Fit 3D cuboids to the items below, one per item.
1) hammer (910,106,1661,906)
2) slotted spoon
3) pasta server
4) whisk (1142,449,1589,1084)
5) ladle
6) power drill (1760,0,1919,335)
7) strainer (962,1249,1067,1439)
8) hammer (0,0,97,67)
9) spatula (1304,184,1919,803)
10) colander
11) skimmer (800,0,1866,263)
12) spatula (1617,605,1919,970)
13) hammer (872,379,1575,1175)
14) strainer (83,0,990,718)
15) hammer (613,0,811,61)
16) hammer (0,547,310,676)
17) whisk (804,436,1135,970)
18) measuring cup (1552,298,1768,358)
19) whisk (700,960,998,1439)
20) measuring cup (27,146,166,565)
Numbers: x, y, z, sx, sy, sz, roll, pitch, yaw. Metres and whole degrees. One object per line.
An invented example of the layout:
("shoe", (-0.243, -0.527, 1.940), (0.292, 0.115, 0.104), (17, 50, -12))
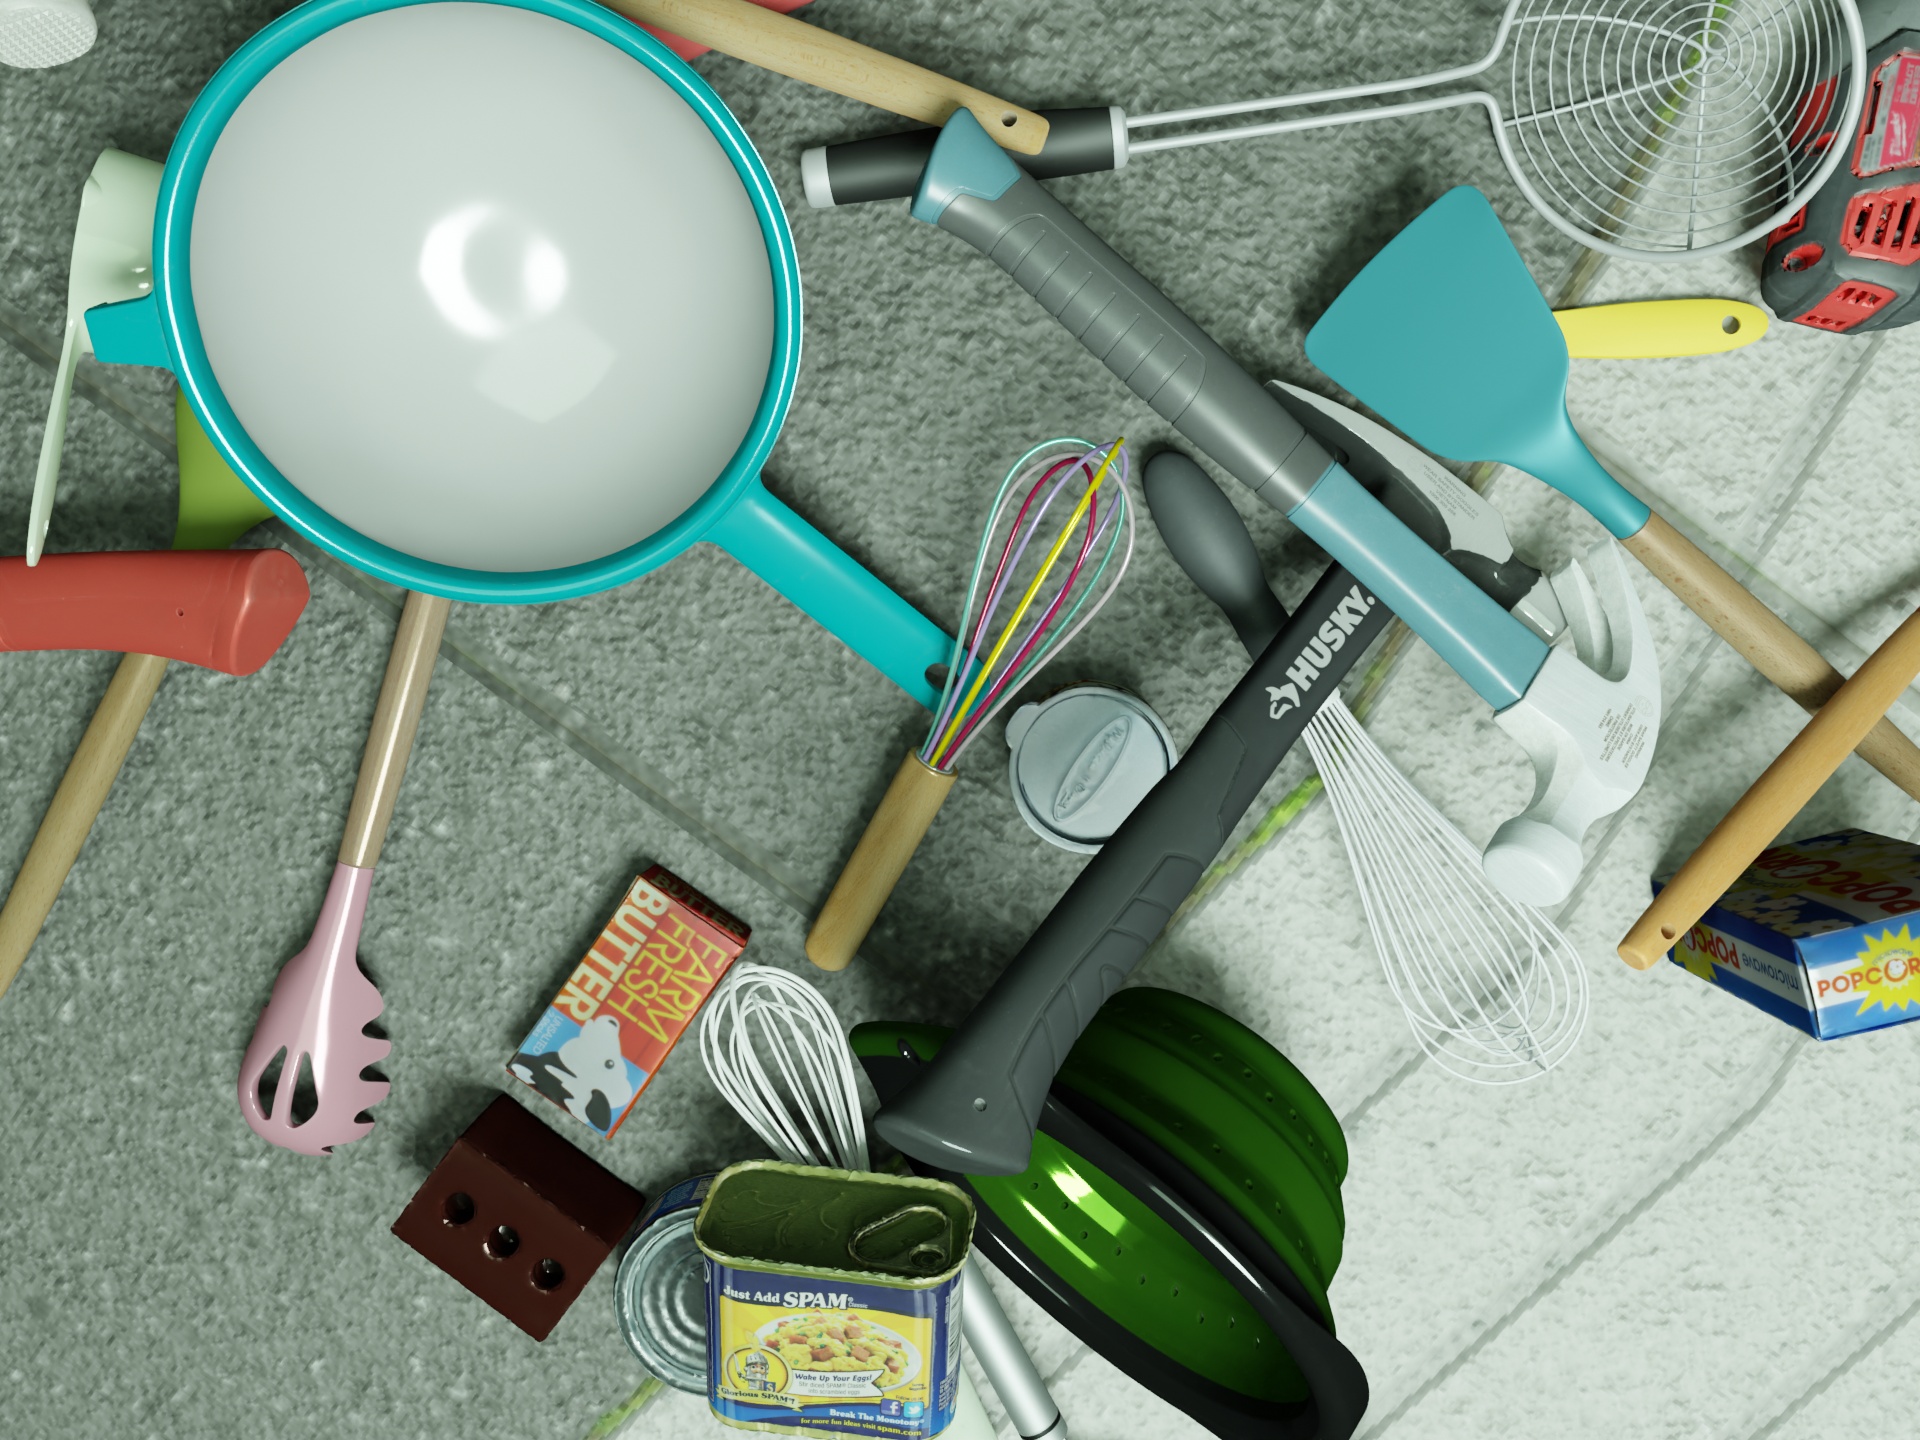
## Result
("hammer", (0.111, -0.090, 0.554), (0.331, 0.033, 0.128), (42, 63, -1))
("slotted spoon", (-0.118, -0.260, 0.572), (0.314, 0.031, 0.070), (19, 92, 0))
("pasta server", (-0.236, 0.031, 0.649), (0.060, 0.040, 0.316), (16, 93, 0))
("whisk", (0.153, 0.016, 0.619), (0.070, 0.070, 0.284), (-32, 90, 5))
("ladle", (-0.326, -0.019, 0.643), (0.078, 0.062, 0.320), (31, 103, -4))
("power drill", (0.412, -0.197, 0.571), (0.219, 0.078, 0.143), (13, 86, 5))
("strainer", (0.036, 0.297, 0.646), (0.087, 0.050, 0.258), (-29, 98, -6))
("hammer", (-0.160, -0.361, 0.543), (0.410, 0.038, 0.146), (-21, 88, -3))
("spatula", (0.271, -0.065, 0.601), (0.317, 0.044, 0.082), (37, 119, -14))
("colander", (0.125, 0.230, 0.615), (0.094, 0.204, 0.397), (-46, 107, -27))
("skimmer", (0.120, -0.212, 0.575), (0.363, 0.090, 0.127), (-6, 126, 5))
("spatula", (0.350, -0.022, 0.585), (0.322, 0.041, 0.081), (-42, 93, -15))
("hammer", (0.083, 0.016, 0.542), (0.146, 0.035, 0.335), (42, 62, 0))
("strainer", (-0.119, -0.119, 0.598), (0.340, 0.095, 0.211), (38, 105, -25))
("hammer", (-0.111, -0.284, 0.602), (0.386, 0.038, 0.143), (-23, 94, 4))
("hammer", (-0.419, -0.052, 0.610), (0.359, 0.037, 0.149), (-2, 97, 13))
("whisk", (-0.002, -0.002, 0.606), (0.051, 0.047, 0.245), (20, 112, -25))
("measuring cup", (0.232, -0.149, 0.607), (0.156, 0.029, 0.062), (-2, 96, 5))
("whisk", (-0.039, 0.208, 0.650), (0.058, 0.059, 0.246), (-22, 101, 11))
("measuring cup", (-0.309, -0.131, 0.587), (0.038, 0.083, 0.168), (9, 69, -21))
